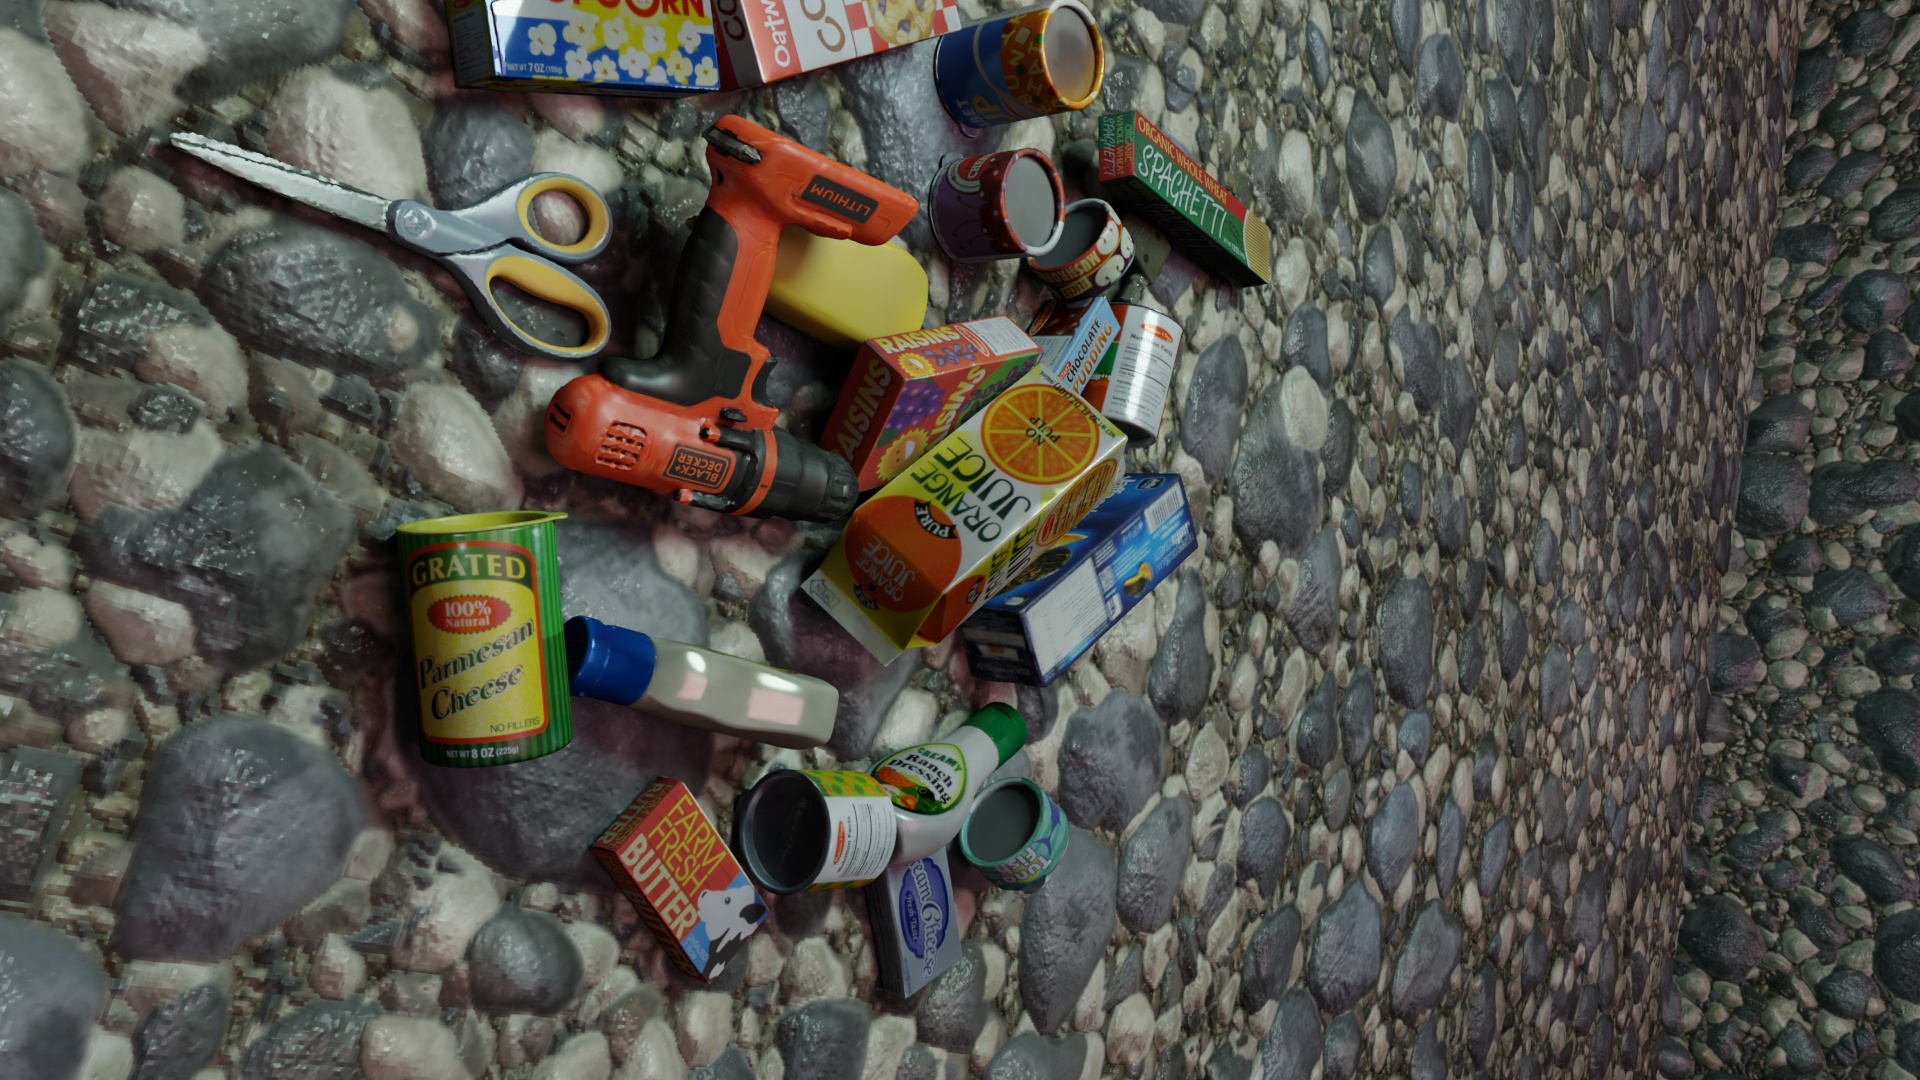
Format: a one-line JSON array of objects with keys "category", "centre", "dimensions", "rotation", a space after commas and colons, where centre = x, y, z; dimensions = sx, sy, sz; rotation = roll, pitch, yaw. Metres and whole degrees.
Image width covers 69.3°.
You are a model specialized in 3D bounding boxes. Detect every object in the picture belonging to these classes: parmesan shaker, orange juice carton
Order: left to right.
[{"category": "parmesan shaker", "centre": [-0.205, 0.042, 0.611], "dimensions": [0.071, 0.071, 0.103], "rotation": [-11, 101, -48]}, {"category": "orange juice carton", "centre": [0.003, -0.010, 0.802], "dimensions": [0.193, 0.072, 0.072], "rotation": [-40, 161, -21]}]

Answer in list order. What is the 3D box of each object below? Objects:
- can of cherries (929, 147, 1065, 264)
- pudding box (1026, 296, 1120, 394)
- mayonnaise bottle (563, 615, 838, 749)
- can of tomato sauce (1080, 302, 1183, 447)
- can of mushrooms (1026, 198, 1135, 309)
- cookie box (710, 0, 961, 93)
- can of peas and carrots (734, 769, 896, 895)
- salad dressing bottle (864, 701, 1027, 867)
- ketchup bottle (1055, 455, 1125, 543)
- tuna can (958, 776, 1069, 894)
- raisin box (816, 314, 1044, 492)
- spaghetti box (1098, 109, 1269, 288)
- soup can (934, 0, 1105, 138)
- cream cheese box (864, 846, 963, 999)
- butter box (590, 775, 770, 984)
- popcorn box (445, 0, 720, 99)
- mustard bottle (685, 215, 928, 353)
[{"category": "can of cherries", "centre": [0.023, -0.209, 0.861], "dimensions": [0.071, 0.058, 0.071], "rotation": [-5, 97, -48]}, {"category": "pudding box", "centre": [0.065, -0.124, 0.921], "dimensions": [0.030, 0.049, 0.084], "rotation": [55, 54, -37]}, {"category": "mayonnaise bottle", "centre": [-0.134, 0.073, 0.702], "dimensions": [0.148, 0.064, 0.041], "rotation": [24, 72, -43]}, {"category": "can of tomato sauce", "centre": [0.113, -0.113, 0.966], "dimensions": [0.071, 0.071, 0.083], "rotation": [27, 73, -46]}, {"category": "can of mushrooms", "centre": [0.079, -0.190, 0.919], "dimensions": [0.033, 0.071, 0.071], "rotation": [46, 60, -40]}, {"category": "cookie box", "centre": [-0.079, -0.322, 0.754], "dimensions": [0.168, 0.040, 0.122], "rotation": [-35, 117, -43]}, {"category": "can of peas and carrots", "centre": [-0.080, 0.158, 0.764], "dimensions": [0.059, 0.071, 0.071], "rotation": [14, 82, -53]}, {"category": "salad dressing bottle", "centre": [-0.011, 0.144, 0.849], "dimensions": [0.148, 0.064, 0.043], "rotation": [-31, 142, -52]}, {"category": "ketchup bottle", "centre": [0.055, -0.029, 0.920], "dimensions": [0.149, 0.043, 0.064], "rotation": [-29, 110, -44]}, {"category": "tuna can", "centre": [0.034, 0.190, 0.891], "dimensions": [0.032, 0.071, 0.071], "rotation": [49, 58, -37]}, {"category": "raisin box", "centre": [-0.018, -0.081, 0.807], "dimensions": [0.124, 0.040, 0.085], "rotation": [-20, 148, -47]}, {"category": "spaghetti box", "centre": [0.169, -0.245, 1.020], "dimensions": [0.250, 0.028, 0.050], "rotation": [14, 74, -56]}, {"category": "soup can", "centre": [0.037, -0.289, 0.853], "dimensions": [0.071, 0.084, 0.071], "rotation": [-5, 97, -48]}, {"category": "cream cheese box", "centre": [-0.030, 0.223, 0.854], "dimensions": [0.053, 0.024, 0.103], "rotation": [-22, 109, -46]}, {"category": "butter box", "centre": [-0.144, 0.176, 0.723], "dimensions": [0.053, 0.024, 0.103], "rotation": [-49, 127, -35]}, {"category": "popcorn box", "centre": [-0.176, -0.254, 0.649], "dimensions": [0.127, 0.038, 0.085], "rotation": [-16, 106, -47]}, {"category": "mustard bottle", "centre": [-0.086, -0.147, 0.750], "dimensions": [0.160, 0.049, 0.065], "rotation": [17, 85, -47]}]
